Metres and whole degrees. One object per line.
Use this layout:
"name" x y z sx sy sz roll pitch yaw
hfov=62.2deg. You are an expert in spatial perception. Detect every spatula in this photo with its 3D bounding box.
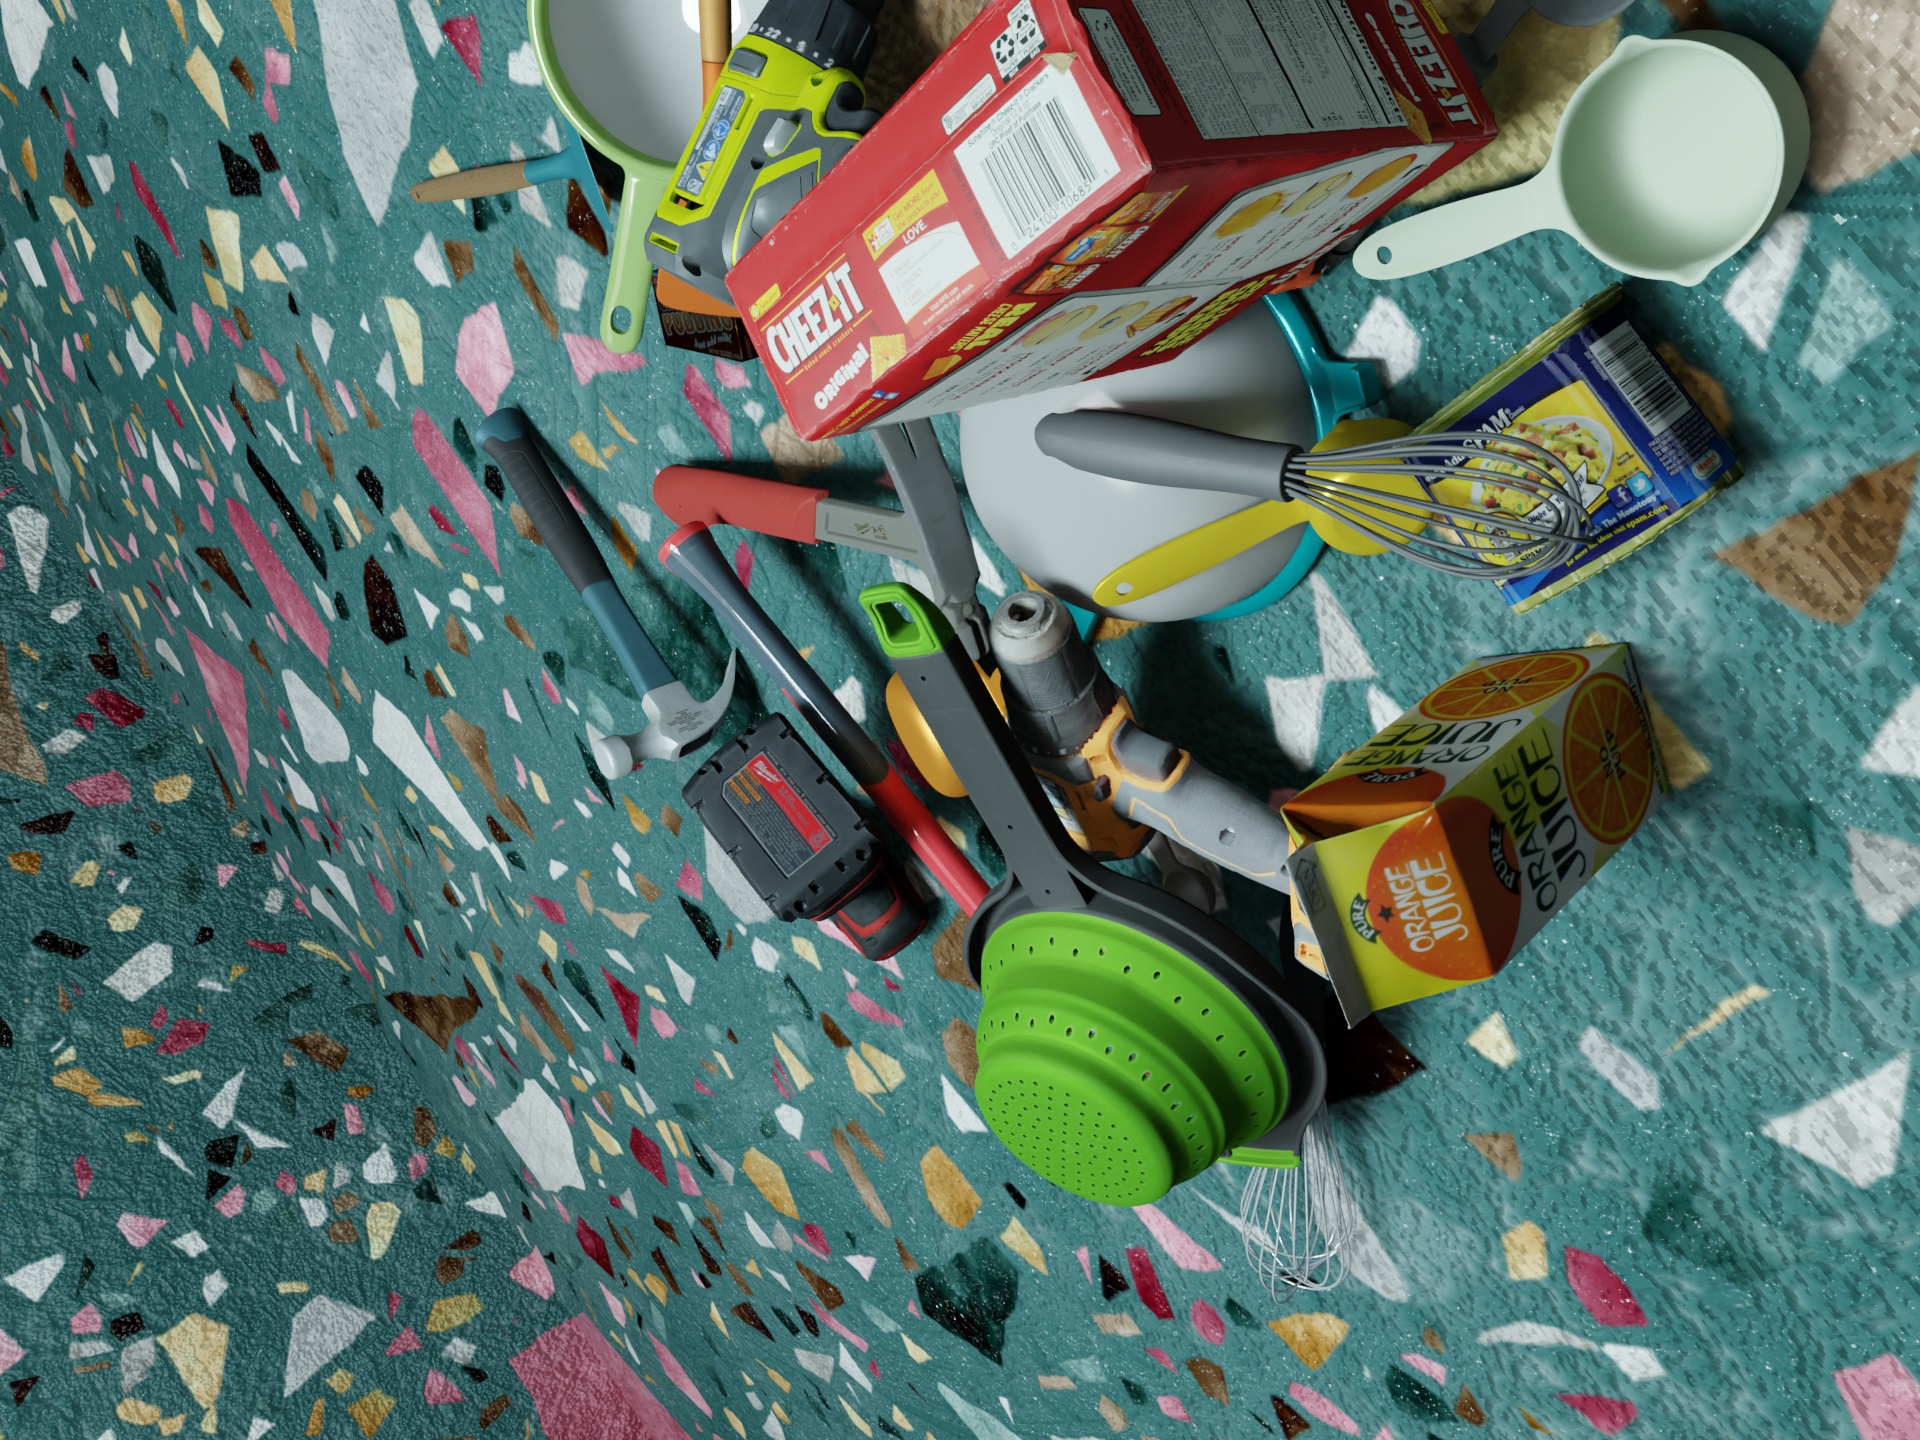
"spatula" -0.120 -0.353 0.783 0.081 0.041 0.322 4 120 1
"spatula" -0.311 -0.367 1.075 0.318 0.044 0.082 14 129 47

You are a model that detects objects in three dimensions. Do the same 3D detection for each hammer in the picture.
"hammer" -0.055 0.029 0.981 0.386 0.038 0.143 50 173 3
"hammer" -0.104 -0.132 0.942 0.359 0.037 0.149 21 136 55
"hammer" -0.277 -0.108 1.183 0.331 0.128 0.033 55 146 21

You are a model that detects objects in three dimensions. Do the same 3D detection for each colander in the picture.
"colander" 0.038 0.115 0.778 0.204 0.094 0.396 -5 125 42

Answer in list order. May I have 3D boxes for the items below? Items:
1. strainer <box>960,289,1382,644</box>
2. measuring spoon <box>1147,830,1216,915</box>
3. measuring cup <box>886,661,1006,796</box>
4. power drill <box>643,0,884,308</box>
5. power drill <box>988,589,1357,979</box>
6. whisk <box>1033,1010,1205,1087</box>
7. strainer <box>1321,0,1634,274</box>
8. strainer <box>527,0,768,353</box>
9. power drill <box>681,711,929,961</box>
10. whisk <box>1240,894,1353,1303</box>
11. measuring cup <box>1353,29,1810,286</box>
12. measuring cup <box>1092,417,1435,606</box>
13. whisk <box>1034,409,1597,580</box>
"strainer" 0.051 -0.088 0.791 0.211 0.095 0.340 44 141 20
"measuring spoon" 0.111 0.057 0.901 0.034 0.018 0.124 -36 79 55
"measuring cup" -0.001 -0.003 0.902 0.095 0.052 0.173 61 170 2
"power drill" -0.033 -0.260 0.715 0.229 0.080 0.190 34 100 38
"power drill" 0.116 0.028 0.756 0.226 0.084 0.185 23 155 33
"whisk" 0.085 0.203 1.024 0.245 0.051 0.047 -11 86 58
"strainer" 0.185 -0.240 0.561 0.087 0.050 0.258 71 155 18
"strainer" -0.158 -0.325 0.862 0.151 0.069 0.256 17 126 -4
"power drill" -0.108 0.067 1.059 0.188 0.080 0.226 49 176 16
"whisk" 0.189 0.211 0.881 0.070 0.070 0.284 21 126 41
"measuring cup" 0.215 -0.188 0.565 0.168 0.038 0.083 -3 113 54
"measuring cup" 0.129 -0.076 0.679 0.156 0.029 0.062 -24 128 16
"whisk" 0.125 -0.095 0.615 0.239 0.055 0.055 17 128 35
